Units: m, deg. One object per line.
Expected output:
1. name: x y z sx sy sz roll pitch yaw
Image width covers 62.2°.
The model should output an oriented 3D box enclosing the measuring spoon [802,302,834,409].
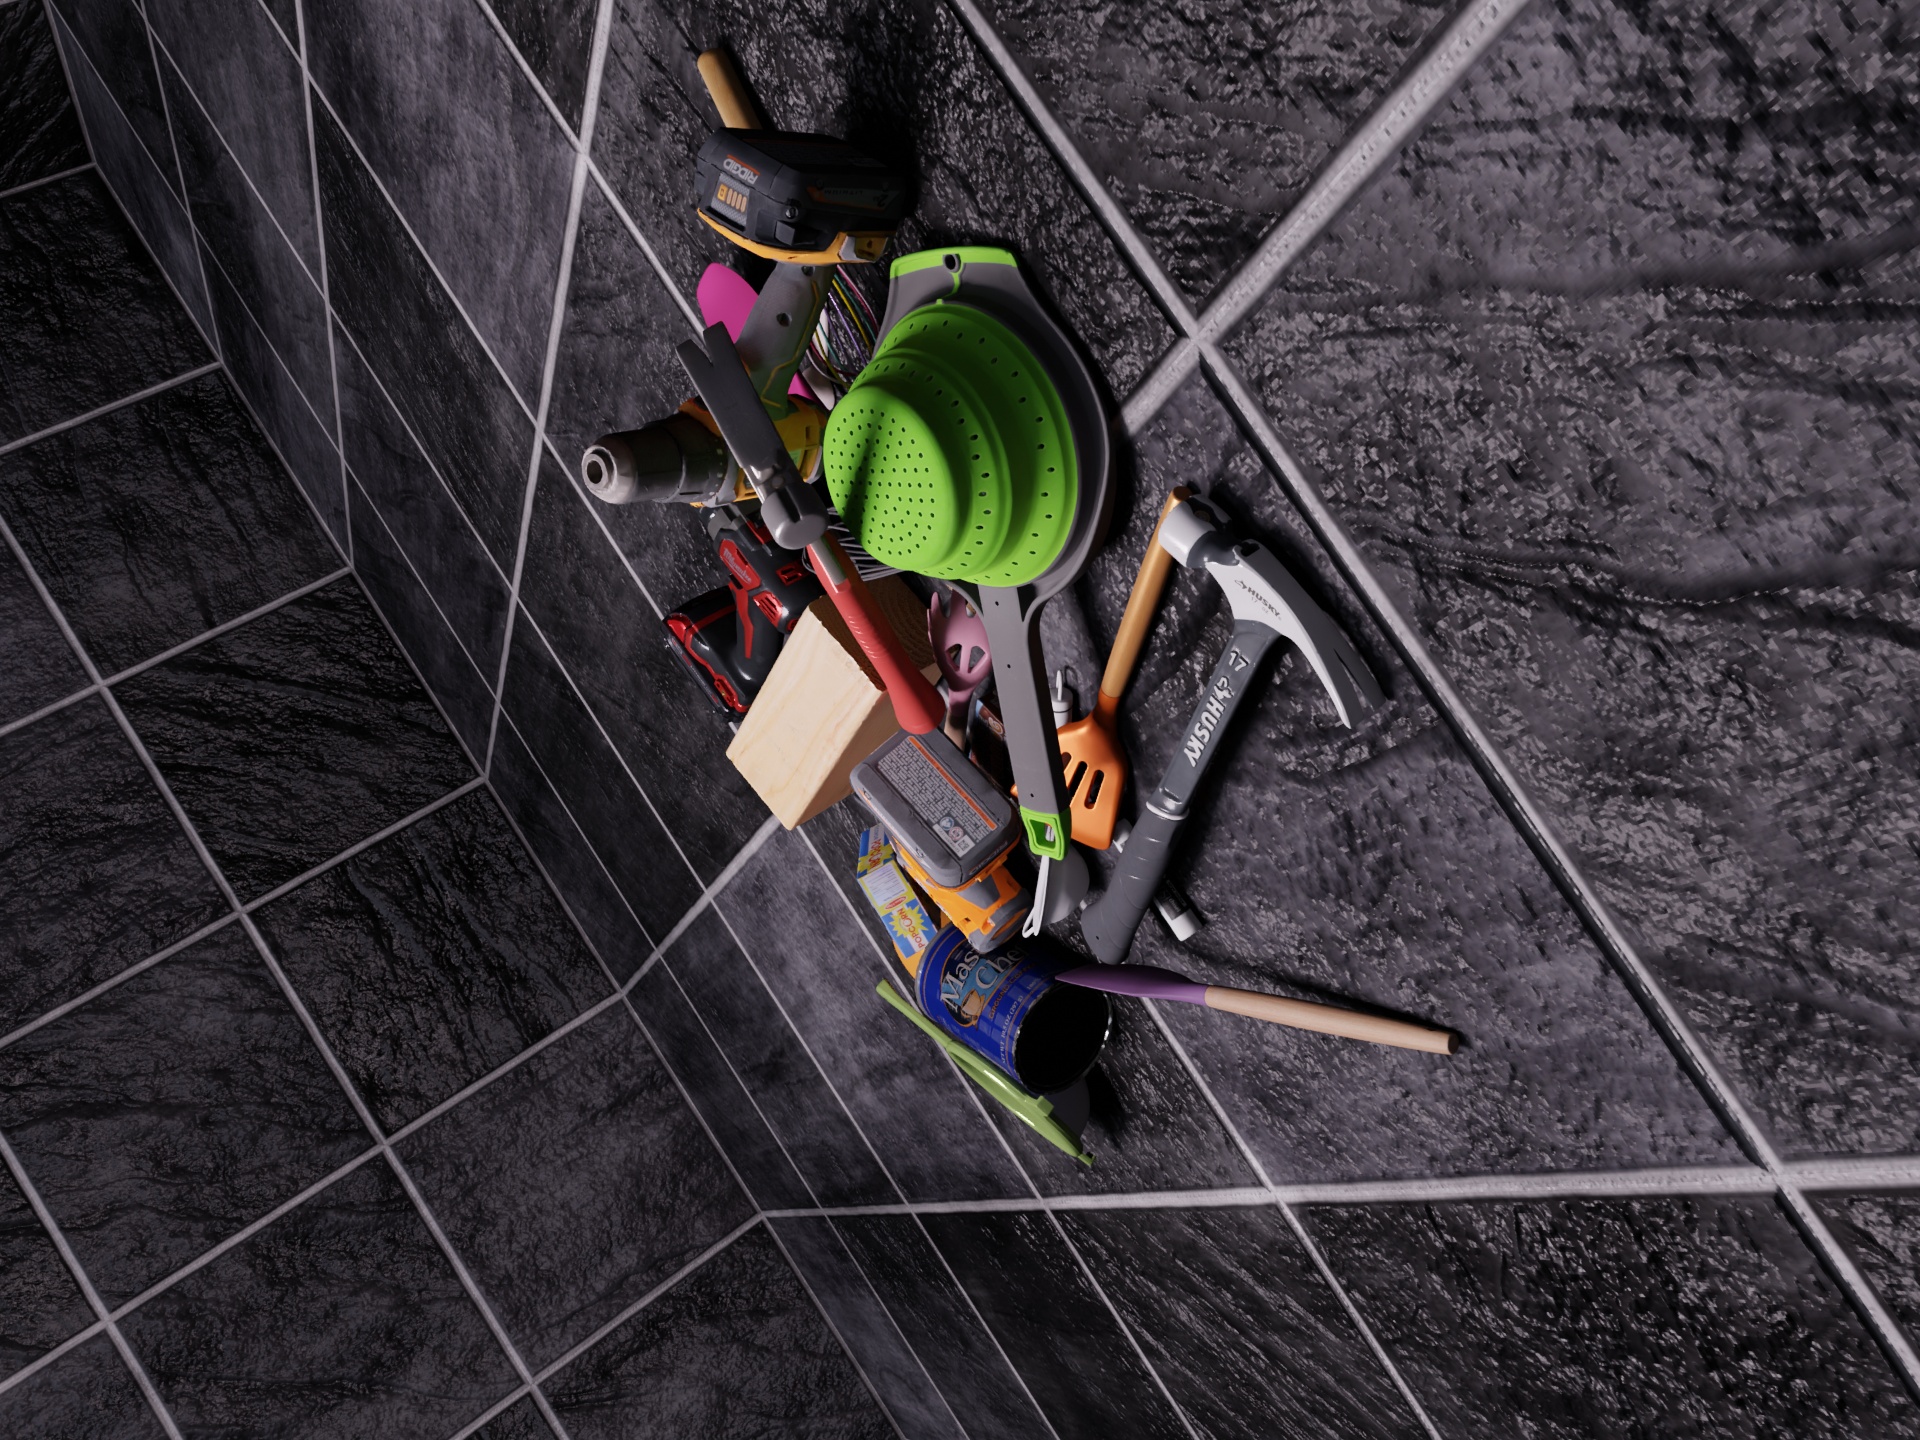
1. measuring spoon: -0.106 -0.268 1.127 0.034 0.018 0.124 45 152 27

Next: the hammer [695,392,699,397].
1. hammer: -0.140 -0.126 1.334 0.146 0.035 0.334 12 129 58

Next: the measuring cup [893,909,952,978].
1. measuring cup: -0.009 0.247 1.493 0.095 0.052 0.173 5 121 60

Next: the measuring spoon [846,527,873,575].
1. measuring spoon: -0.074 -0.094 1.261 0.042 0.021 0.128 23 139 52

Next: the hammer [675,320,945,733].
1. hammer: -0.075 -0.089 0.992 0.149 0.036 0.358 61 180 28

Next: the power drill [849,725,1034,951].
1. power drill: -0.019 0.083 1.230 0.164 0.084 0.226 46 169 20

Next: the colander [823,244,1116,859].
1. colander: 0.001 -0.079 0.971 0.205 0.094 0.396 11 120 45

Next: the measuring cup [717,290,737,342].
1. measuring cup: -0.146 -0.256 1.197 0.083 0.038 0.167 6 119 59

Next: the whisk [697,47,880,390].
1. whisk: -0.113 -0.326 1.047 0.245 0.047 0.051 64 156 -5

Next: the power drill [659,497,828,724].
1. power drill: -0.188 -0.117 1.305 0.188 0.080 0.226 53 152 12

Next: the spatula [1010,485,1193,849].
1. spatula: 0.097 -0.028 0.998 0.081 0.041 0.322 29 146 11

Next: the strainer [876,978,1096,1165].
1. strainer: 0.028 0.288 1.432 0.257 0.069 0.151 32 165 36

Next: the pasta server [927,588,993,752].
1. pasta server: -0.002 -0.004 1.209 0.316 0.060 0.040 97 180 -63

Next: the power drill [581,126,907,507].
1. power drill: -0.134 -0.230 0.953 0.084 0.185 0.226 36 123 24

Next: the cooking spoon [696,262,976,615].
1. cooking spoon: -0.085 -0.199 1.136 0.319 0.017 0.068 51 140 5

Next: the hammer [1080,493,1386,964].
1. hammer: 0.138 0.046 0.986 0.149 0.036 0.408 46 149 22

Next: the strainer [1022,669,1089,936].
1. strainer: 0.071 0.068 1.157 0.087 0.050 0.258 -83 -7 -50

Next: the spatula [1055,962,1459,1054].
1. spatula: 0.186 0.184 1.046 0.316 0.059 0.018 2 100 50

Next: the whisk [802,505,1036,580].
1. whisk: -0.022 -0.113 1.082 0.239 0.055 0.055 12 130 39
